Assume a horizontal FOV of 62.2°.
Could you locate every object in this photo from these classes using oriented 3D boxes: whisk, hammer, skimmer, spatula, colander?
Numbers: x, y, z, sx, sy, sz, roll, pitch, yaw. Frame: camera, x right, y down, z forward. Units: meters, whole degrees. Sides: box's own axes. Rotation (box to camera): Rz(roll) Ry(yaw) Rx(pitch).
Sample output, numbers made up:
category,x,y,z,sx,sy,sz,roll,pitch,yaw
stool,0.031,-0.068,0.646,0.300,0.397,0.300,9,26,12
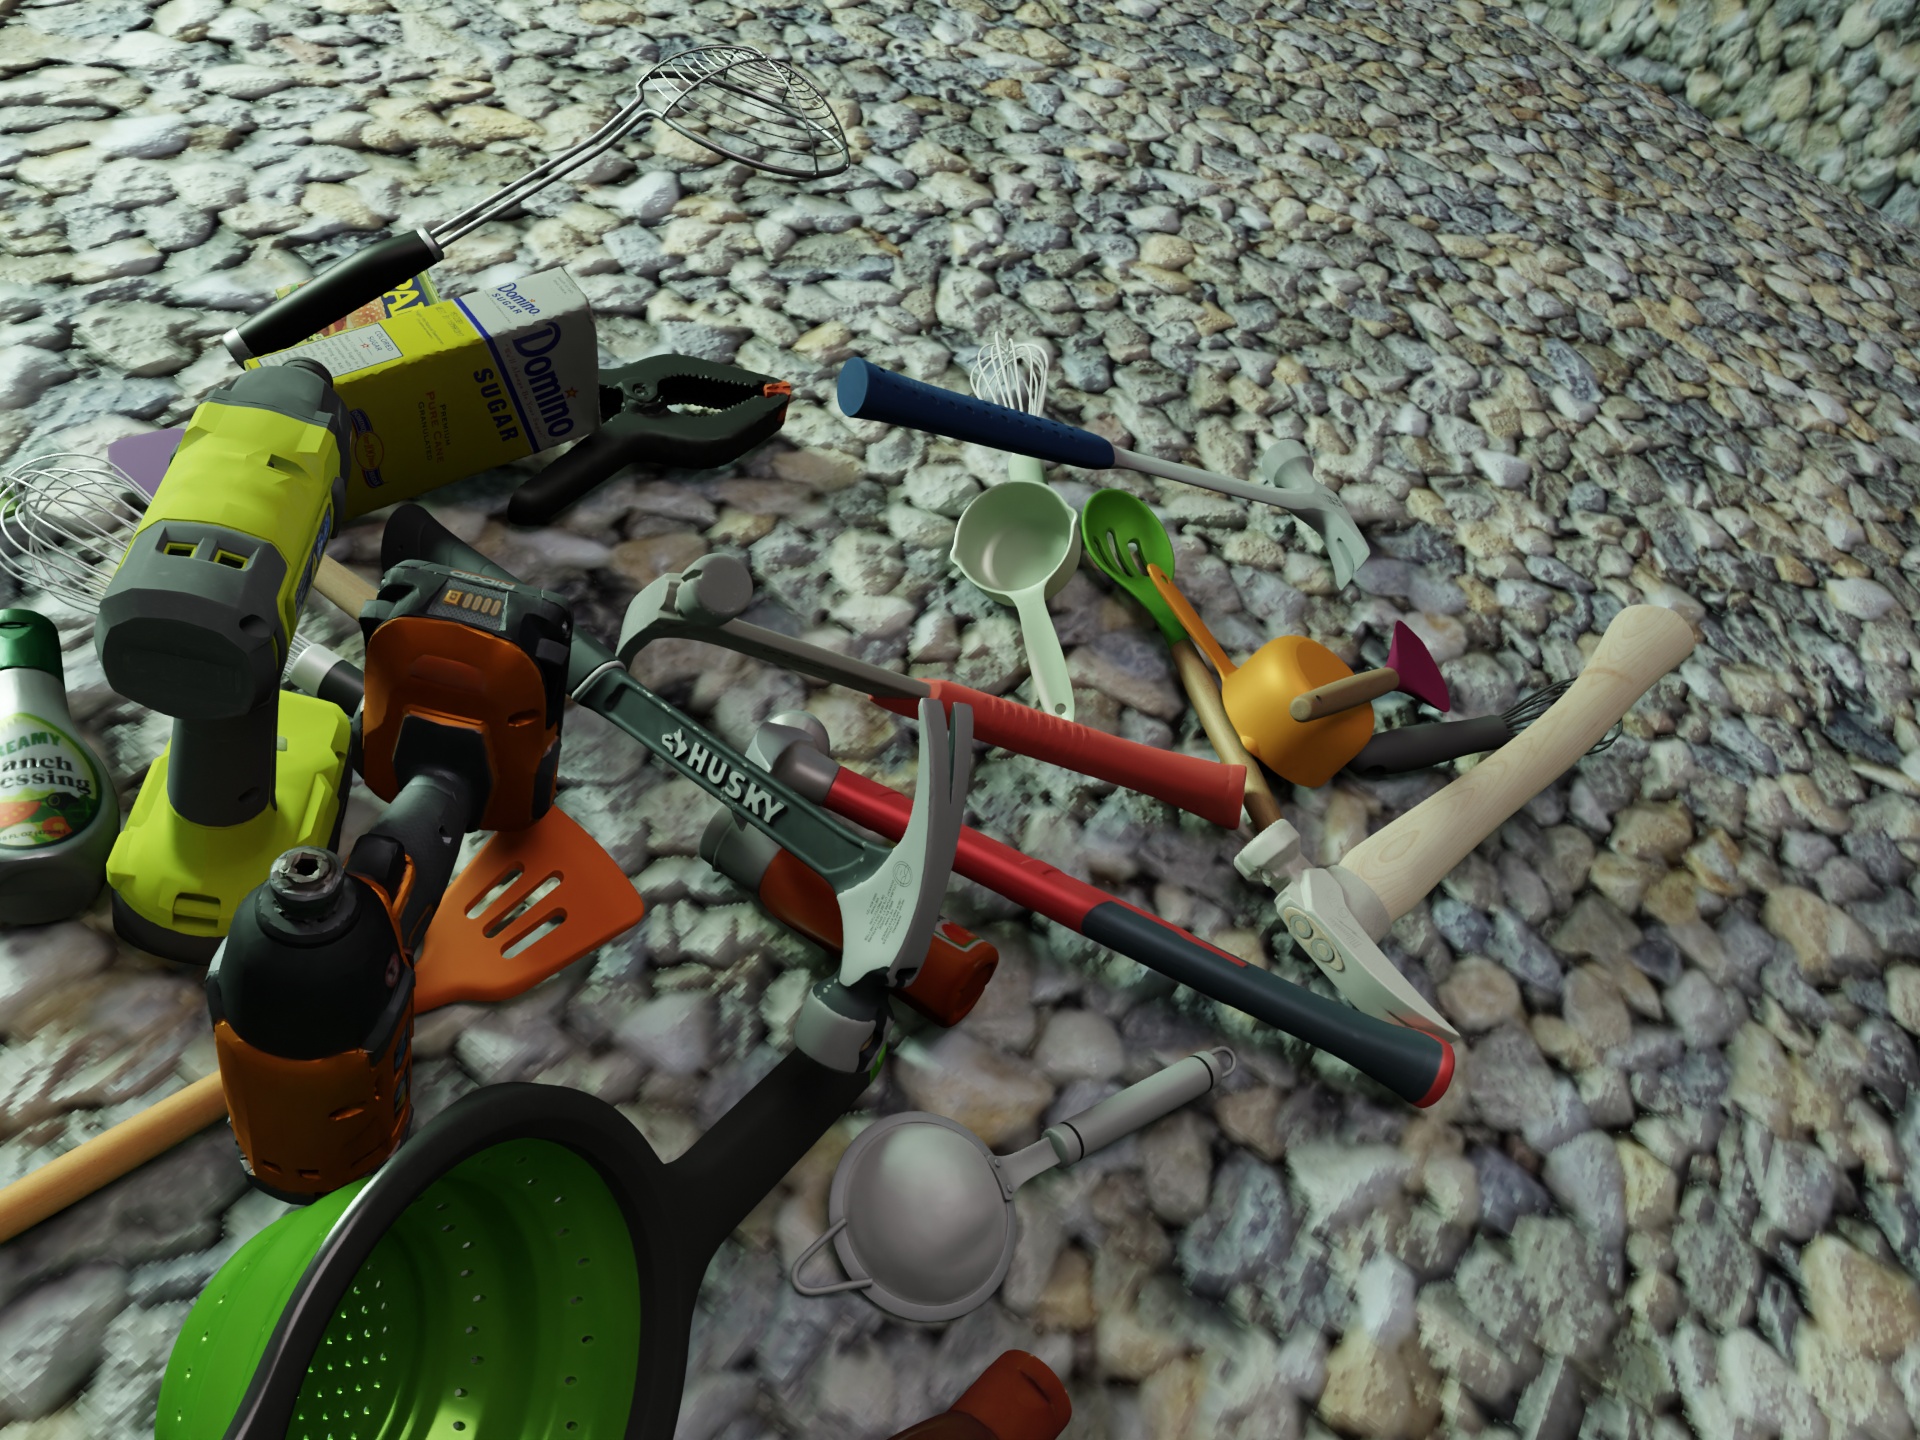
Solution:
category,x,y,z,sx,sy,sz,roll,pitch,yaw
whisk,-0.333,-0.041,0.757,0.284,0.070,0.070,31,42,-1
hammer,-0.152,-0.014,0.723,0.409,0.149,0.036,32,14,35
skimmer,-0.233,-0.278,0.902,0.363,0.090,0.127,-33,56,-8
whisk,0.044,-0.180,1.082,0.058,0.059,0.247,-15,50,11
spatula,-0.272,0.131,0.621,0.081,0.041,0.322,43,46,18
hammer,0.070,0.100,0.776,0.386,0.038,0.143,26,8,-4
spatula,-0.322,-0.075,0.790,0.316,0.018,0.060,32,38,24
hammer,0.107,-0.171,1.052,0.405,0.035,0.144,8,41,-32
hammer,0.340,0.038,0.952,0.410,0.038,0.146,-31,72,-34
colander,-0.147,0.192,0.577,0.094,0.204,0.397,1,17,24
hammer,-0.001,-0.003,0.851,0.358,0.149,0.037,18,71,-23
whisk,0.343,0.008,1.031,0.239,0.055,0.055,-9,52,-26

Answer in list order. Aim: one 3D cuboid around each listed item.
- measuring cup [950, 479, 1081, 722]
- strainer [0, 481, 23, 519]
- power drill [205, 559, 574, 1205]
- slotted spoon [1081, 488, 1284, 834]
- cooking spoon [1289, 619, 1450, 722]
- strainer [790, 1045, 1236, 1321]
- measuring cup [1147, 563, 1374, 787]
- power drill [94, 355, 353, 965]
category,x,y,z,sx,sy,sz,roll,pitch,yaw
measuring cup,0.048,-0.066,0.968,0.083,0.038,0.168,-18,69,13
strainer,-0.569,-0.104,0.696,0.256,0.069,0.152,15,43,-13
power drill,-0.210,0.043,0.596,0.084,0.164,0.227,14,45,-6
slotted spoon,0.144,-0.026,0.984,0.070,0.031,0.314,2,49,-28
cooking spoon,0.249,-0.022,0.952,0.319,0.017,0.069,-12,74,-61
strainer,0.040,0.190,0.708,0.258,0.050,0.087,-15,71,-39
measuring cup,0.182,-0.042,0.967,0.174,0.052,0.095,53,35,10
power drill,-0.283,-0.021,0.632,0.080,0.223,0.171,12,44,-15
